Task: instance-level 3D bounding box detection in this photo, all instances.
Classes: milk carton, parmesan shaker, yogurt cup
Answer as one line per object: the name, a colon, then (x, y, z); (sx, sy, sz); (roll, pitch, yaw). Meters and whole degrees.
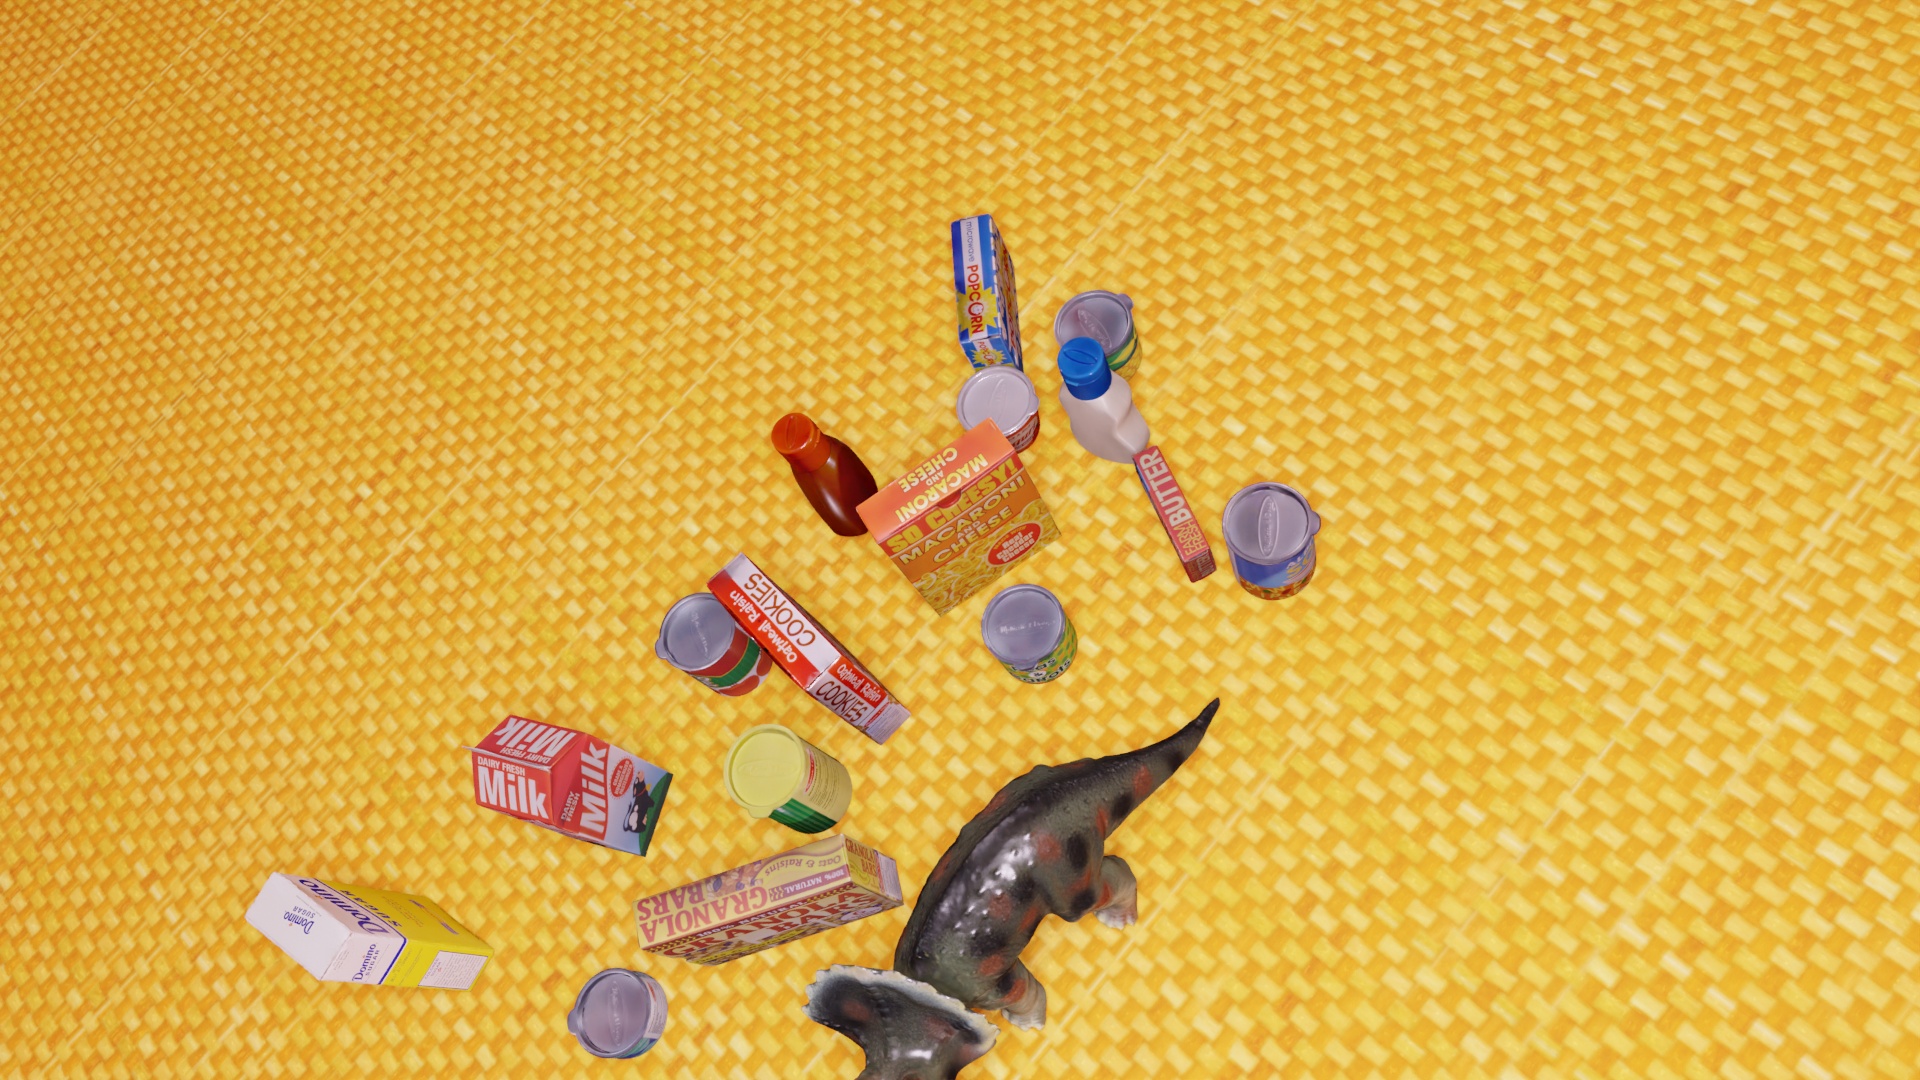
milk carton: (-0.305, 0.188, 1.077); (0.072, 0.190, 0.073); (9, 71, 20)
parmesan shaker: (-0.132, 0.189, 1.075); (0.071, 0.103, 0.071); (-6, 67, 14)
yogurt cup: (0.036, -0.107, 1.178); (0.072, 0.053, 0.072); (-6, 66, 14)

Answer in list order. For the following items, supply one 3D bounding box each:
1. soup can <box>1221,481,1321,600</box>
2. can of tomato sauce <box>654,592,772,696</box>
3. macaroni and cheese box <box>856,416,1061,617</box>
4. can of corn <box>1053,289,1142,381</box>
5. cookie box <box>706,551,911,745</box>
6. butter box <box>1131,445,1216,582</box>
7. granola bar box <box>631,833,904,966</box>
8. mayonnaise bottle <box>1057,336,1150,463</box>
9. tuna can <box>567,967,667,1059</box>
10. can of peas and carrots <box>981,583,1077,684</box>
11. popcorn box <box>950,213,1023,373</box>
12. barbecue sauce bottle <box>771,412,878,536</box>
soup can: (0.239, 0.002, 1.055); (0.071, 0.083, 0.071); (-6, 67, 14)
can of tomato sauce: (-0.202, 0.089, 1.149); (0.071, 0.083, 0.071); (-6, 67, 14)
macaroni and cheese box: (0.004, -0.014, 1.085); (0.124, 0.166, 0.040); (-34, 63, 1)
can of corn: (0.120, -0.171, 1.178); (0.071, 0.058, 0.071); (-6, 67, 14)
cookie box: (-0.115, 0.088, 1.077); (0.040, 0.167, 0.123); (-46, 63, -5)
butter box: (0.170, -0.021, 1.102); (0.024, 0.053, 0.104); (-25, 63, 5)
granola bar box: (-0.139, 0.270, 1.030); (0.165, 0.124, 0.039); (-20, 64, 8)
mayonnaise bottle: (0.110, -0.111, 1.105); (0.065, 0.147, 0.041); (22, 76, 24)
tuna can: (-0.265, 0.368, 1.078); (0.071, 0.032, 0.071); (-6, 66, 14)
can of peas and carrots: (0.056, 0.077, 1.092); (0.071, 0.058, 0.071); (-6, 67, 14)
popcorn box: (0.024, -0.207, 1.207); (0.038, 0.085, 0.127); (-10, 66, 13)
barbecue sauce bottle: (-0.111, -0.057, 1.147); (0.043, 0.148, 0.065); (-2, 68, 16)
